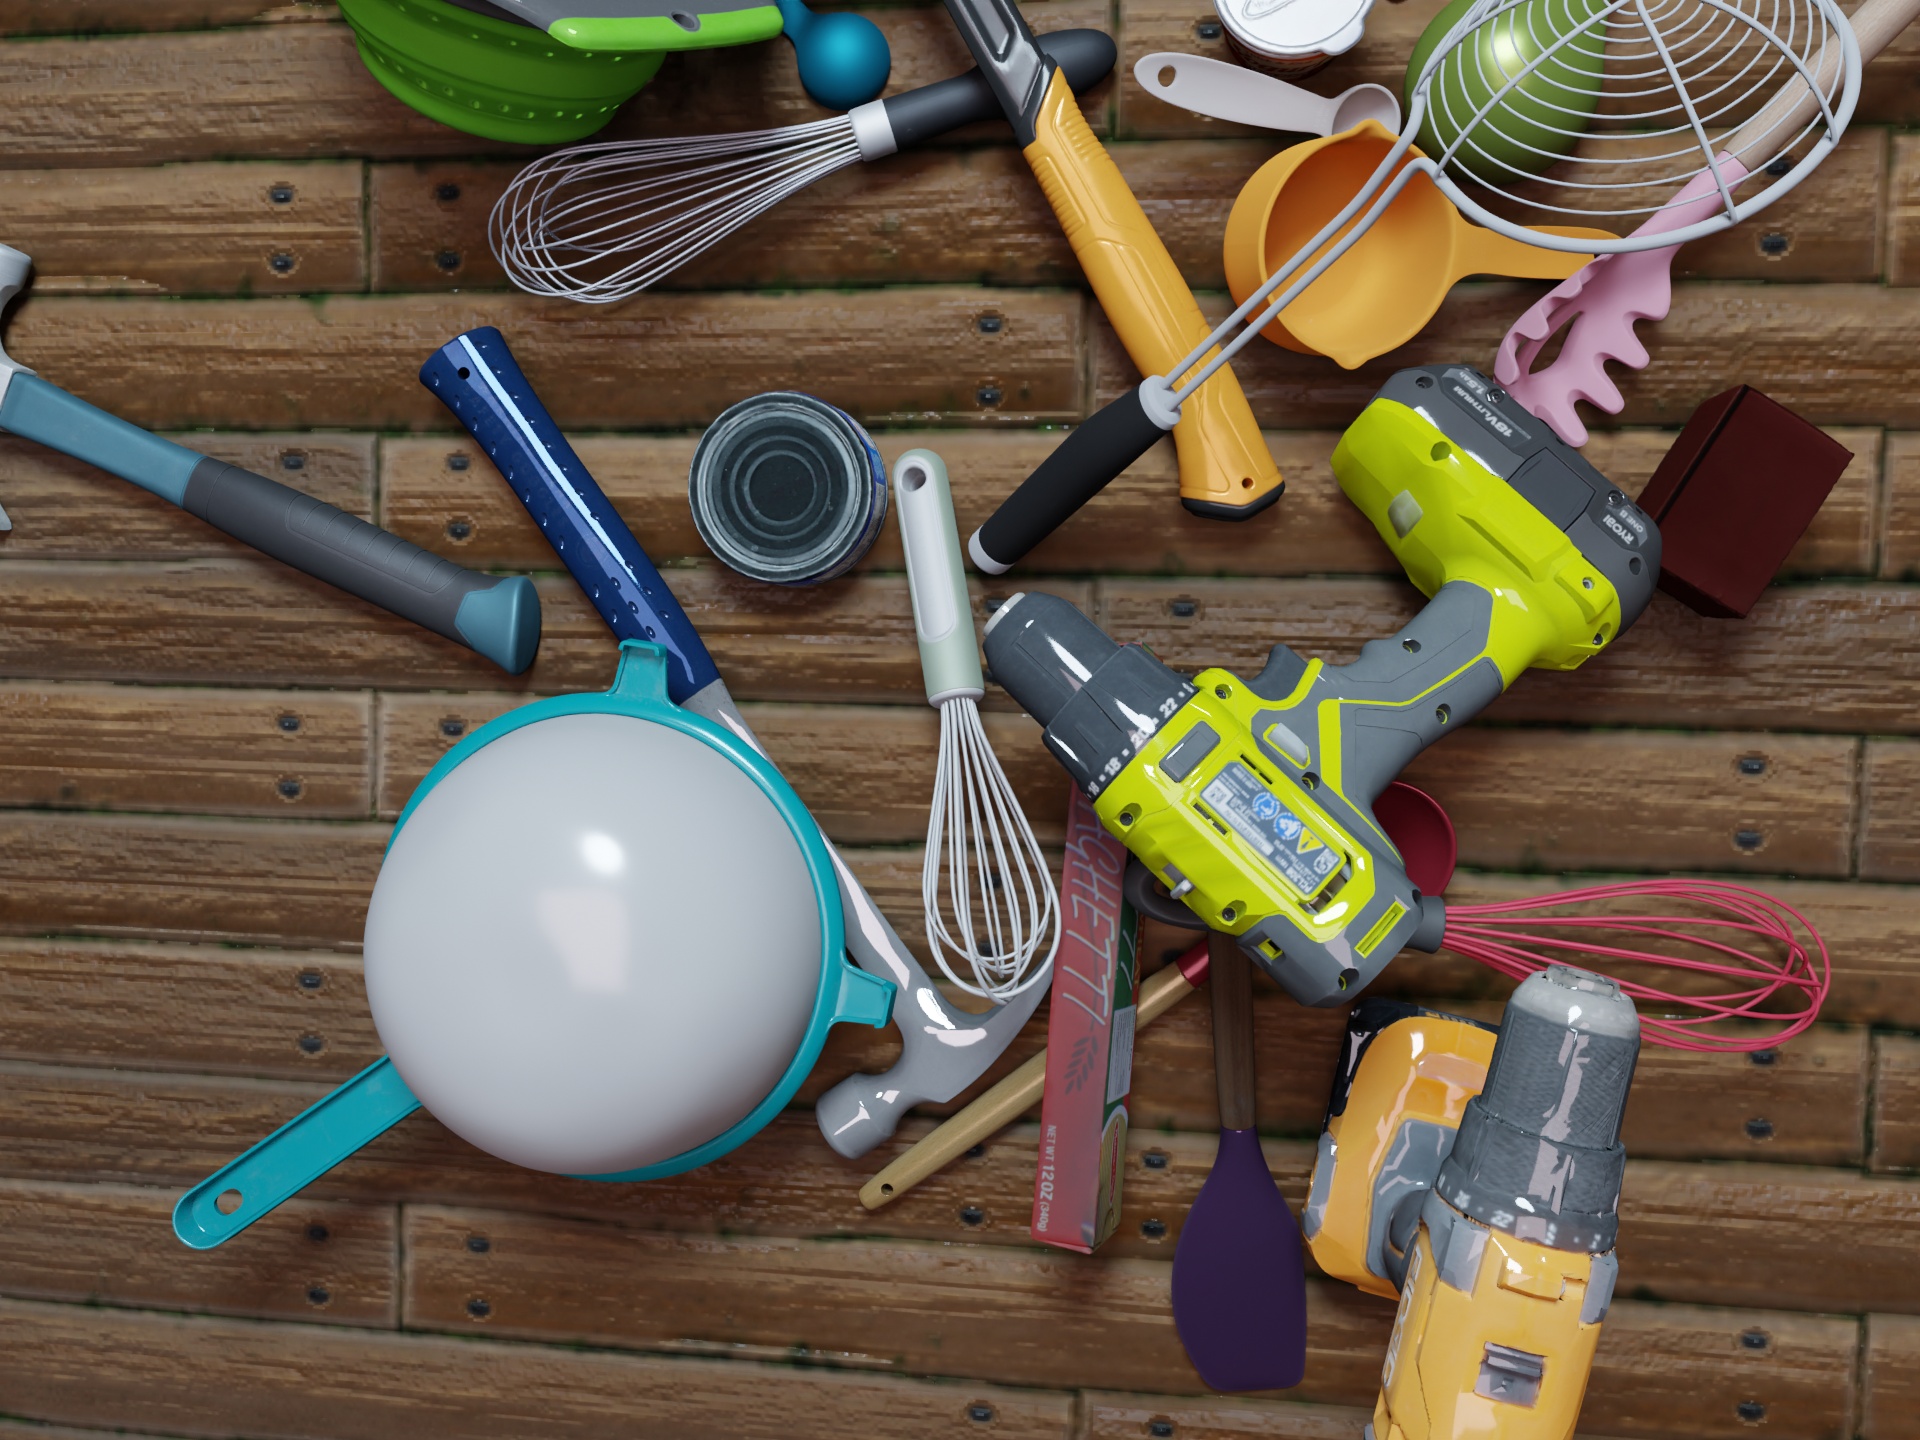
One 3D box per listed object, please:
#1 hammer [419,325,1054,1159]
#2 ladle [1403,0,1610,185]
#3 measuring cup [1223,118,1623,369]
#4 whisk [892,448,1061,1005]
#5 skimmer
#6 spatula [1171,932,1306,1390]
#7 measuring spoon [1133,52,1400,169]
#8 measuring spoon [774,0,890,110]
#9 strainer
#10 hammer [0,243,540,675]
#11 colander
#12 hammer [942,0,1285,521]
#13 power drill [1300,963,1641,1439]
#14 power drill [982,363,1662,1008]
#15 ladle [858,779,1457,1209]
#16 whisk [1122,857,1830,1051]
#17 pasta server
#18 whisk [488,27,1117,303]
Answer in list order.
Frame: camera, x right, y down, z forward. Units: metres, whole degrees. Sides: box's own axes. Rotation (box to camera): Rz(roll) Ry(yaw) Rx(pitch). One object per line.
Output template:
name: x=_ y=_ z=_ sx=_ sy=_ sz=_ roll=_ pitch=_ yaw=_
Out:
hammer: x=-0.107 y=-0.006 z=0.718 sx=0.144 sy=0.035 sz=0.405 roll=-35 pitch=88 yaw=9
ladle: x=0.295 y=-0.357 z=0.645 sx=0.078 sy=0.062 sz=0.320 roll=38 pitch=91 yaw=5
measuring cup: x=0.192 y=-0.196 z=0.664 sx=0.173 sy=0.052 sz=0.095 roll=-3 pitch=105 yaw=-17
whisk: x=-0.001 y=-0.002 z=0.676 sx=0.058 sy=0.059 sz=0.246 roll=-15 pitch=75 yaw=20
skimmer: x=0.135 y=-0.143 z=0.590 sx=0.090 sy=0.363 sz=0.127 roll=14 pitch=57 yaw=-30
spatula: x=0.116 y=0.150 z=0.684 sx=0.060 sy=0.018 sz=0.316 roll=-4 pitch=103 yaw=3
measuring spoon: x=0.125 y=-0.256 z=0.656 sx=0.124 sy=0.018 sz=0.034 roll=6 pitch=114 yaw=-21
measuring spoon: x=-0.085 y=-0.321 z=0.703 sx=0.128 sy=0.021 sz=0.042 roll=42 pitch=98 yaw=4
strainer: x=-0.210 y=0.131 z=0.650 sx=0.340 sy=0.095 sz=0.211 roll=-35 pitch=87 yaw=7
hammer: x=-0.345 y=-0.107 z=0.746 sx=0.331 sy=0.033 sz=0.128 roll=24 pitch=96 yaw=6
colander: x=-0.242 y=-0.364 z=0.686 sx=0.397 sy=0.204 sz=0.094 roll=47 pitch=137 yaw=19
hammer: x=0.051 y=-0.237 z=0.658 sx=0.127 sy=0.034 sz=0.337 roll=-30 pitch=99 yaw=2
power drill: x=0.188 y=0.165 z=0.591 sx=0.084 sy=0.226 sz=0.185 roll=13 pitch=95 yaw=7
power drill: x=0.140 y=-0.030 z=0.618 sx=0.190 sy=0.080 sz=0.228 roll=44 pitch=74 yaw=8
ladle: x=0.080 y=0.129 z=0.706 sx=0.315 sy=0.031 sz=0.069 roll=-37 pitch=89 yaw=10
whisk: x=0.211 y=0.087 z=0.646 sx=0.296 sy=0.073 sz=0.073 roll=9 pitch=95 yaw=-2
pasta server: x=0.325 y=-0.233 z=0.611 sx=0.060 sy=0.040 sz=0.316 roll=29 pitch=116 yaw=-33
whisk: x=-0.068 y=-0.245 z=0.692 sx=0.284 sy=0.070 sz=0.070 roll=-17 pitch=91 yaw=3
